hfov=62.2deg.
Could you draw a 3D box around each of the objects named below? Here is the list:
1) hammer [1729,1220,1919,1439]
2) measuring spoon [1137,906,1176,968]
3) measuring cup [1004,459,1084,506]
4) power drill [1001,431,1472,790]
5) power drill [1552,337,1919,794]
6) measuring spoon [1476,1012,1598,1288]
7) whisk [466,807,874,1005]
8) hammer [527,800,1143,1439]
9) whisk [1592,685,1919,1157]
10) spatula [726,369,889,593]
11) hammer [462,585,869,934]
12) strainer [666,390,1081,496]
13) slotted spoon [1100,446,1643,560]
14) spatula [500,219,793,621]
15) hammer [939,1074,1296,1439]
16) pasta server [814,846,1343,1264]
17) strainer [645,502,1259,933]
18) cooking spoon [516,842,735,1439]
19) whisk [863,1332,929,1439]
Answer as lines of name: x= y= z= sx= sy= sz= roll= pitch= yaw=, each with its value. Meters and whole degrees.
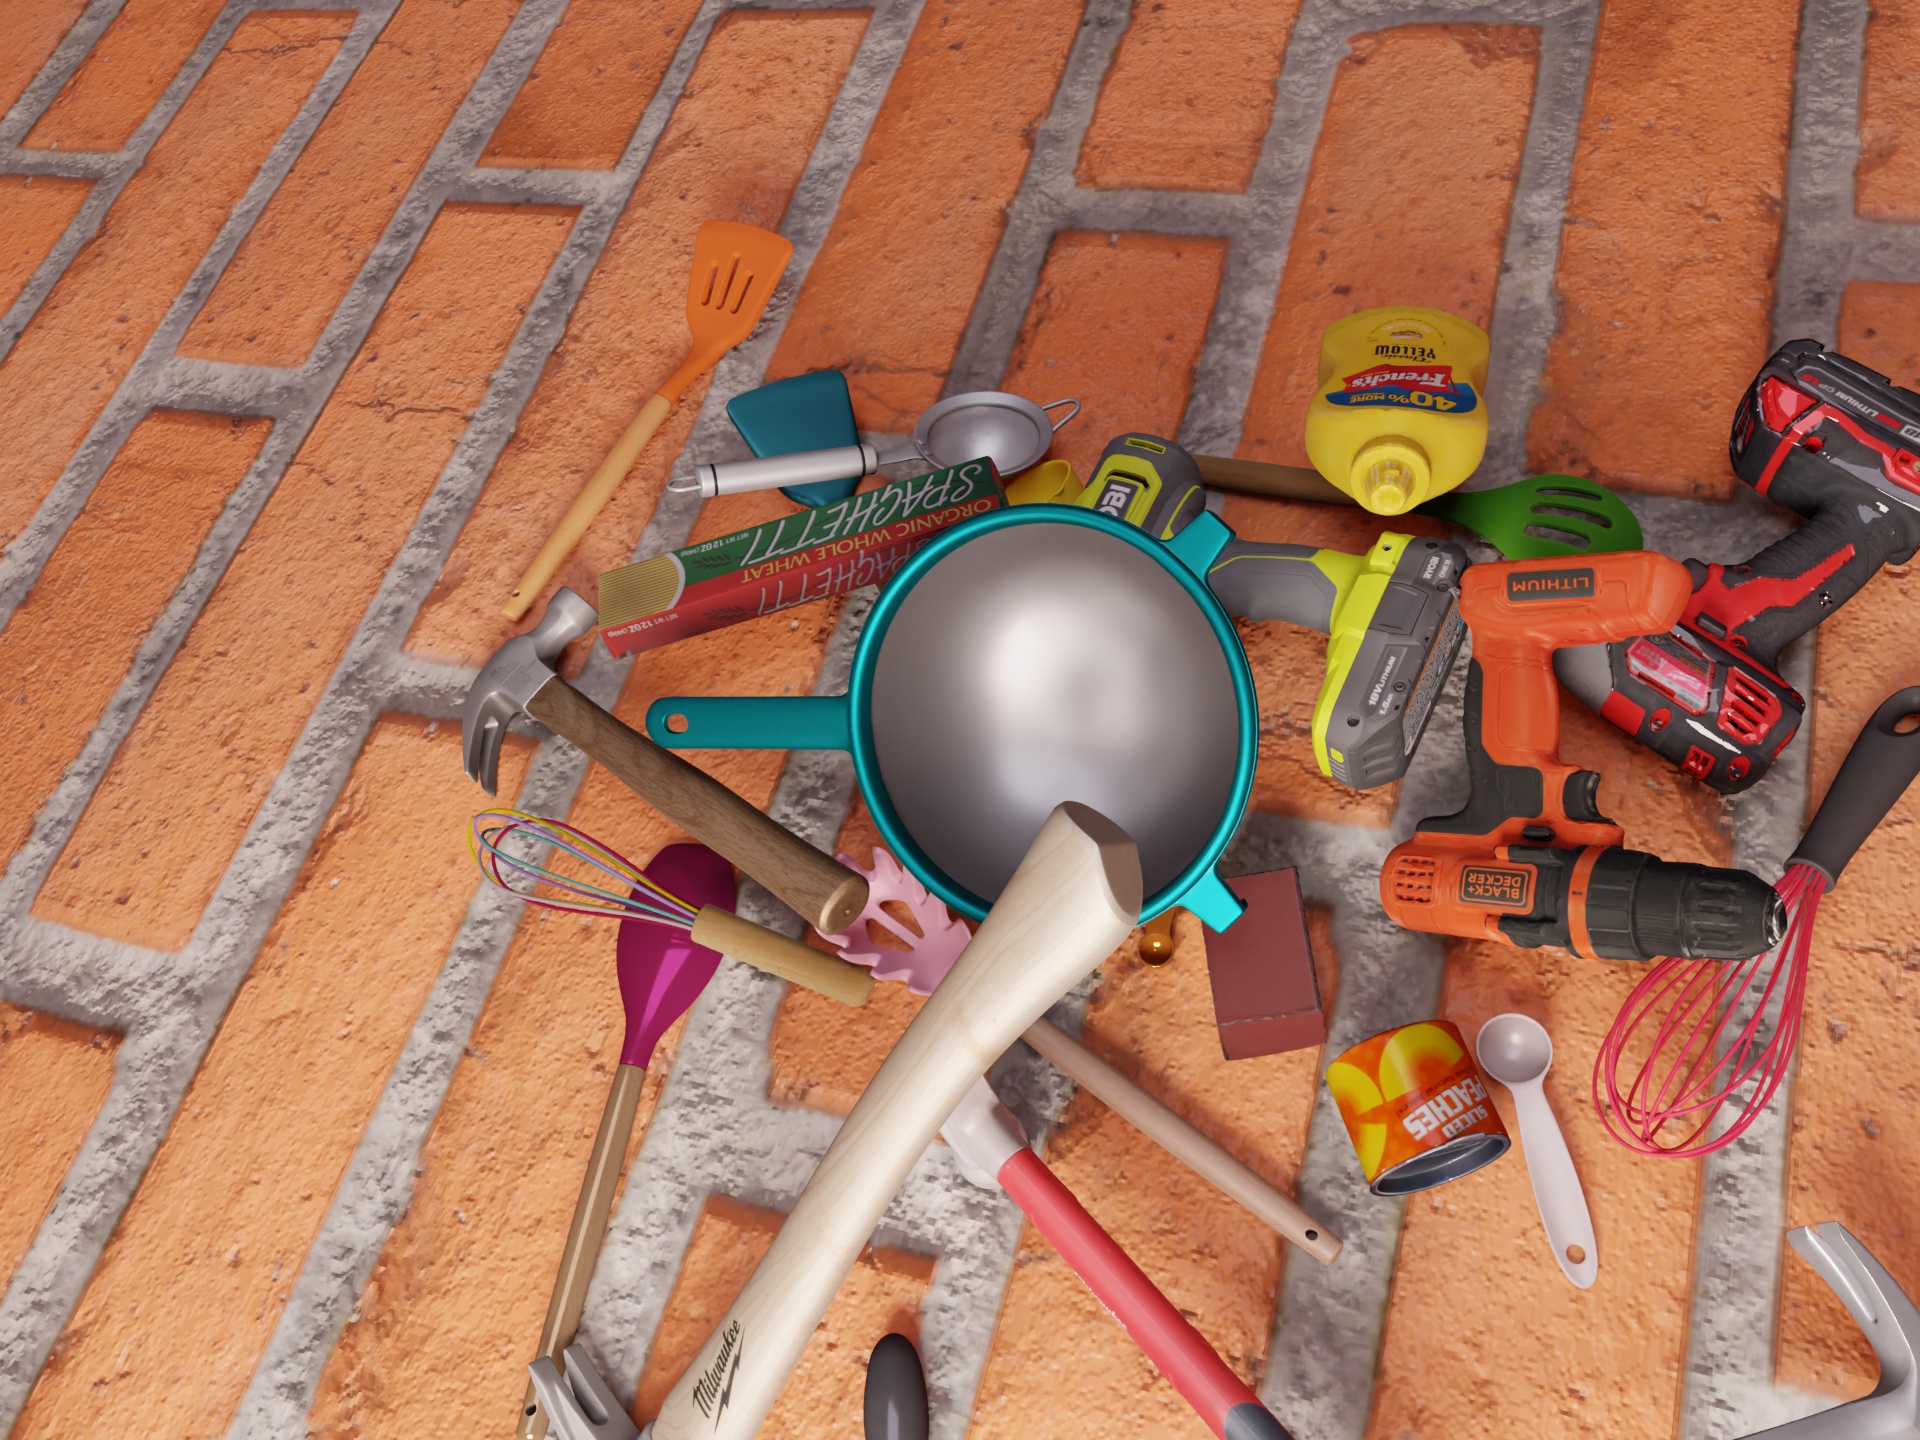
hammer: x=0.203 y=0.301 z=0.595 sx=0.405 sy=0.035 sz=0.144 roll=-10 pitch=66 yaw=-12
measuring spoon: x=0.110 y=0.079 z=0.842 sx=0.021 sy=0.011 sz=0.117 roll=3 pitch=58 yaw=16
measuring cup: x=0.019 y=-0.091 z=0.938 sx=0.156 sy=0.029 sz=0.062 roll=-52 pitch=29 yaw=-19
power drill: x=0.142 y=-0.048 z=0.867 sx=0.229 sy=0.080 sz=0.191 roll=20 pitch=71 yaw=26
power drill: x=0.399 y=-0.081 z=0.815 sx=0.143 sy=0.078 sz=0.220 roll=38 pitch=79 yaw=23
measuring spoon: x=0.267 y=0.197 z=0.732 sx=0.034 sy=0.018 sz=0.124 roll=-13 pitch=65 yaw=7
whisk: x=-0.161 y=0.104 z=0.865 sx=0.245 sy=0.051 sz=0.047 roll=20 pitch=88 yaw=11
hammer: x=-0.056 y=0.197 z=0.668 sx=0.146 sy=0.038 sz=0.410 roll=42 pitch=112 yaw=27
whisk: x=0.385 y=0.087 z=0.738 sx=0.073 sy=0.073 sz=0.296 roll=32 pitch=67 yaw=28
spatula: x=-0.043 y=-0.090 z=0.957 sx=0.082 sy=0.044 sz=0.318 roll=-20 pitch=57 yaw=-19
hammer: x=-0.175 y=0.032 z=0.904 sx=0.332 sy=0.031 sz=0.130 roll=30 pitch=74 yaw=36
strainer: x=-0.050 y=-0.159 z=0.966 sx=0.258 sy=0.050 sz=0.087 roll=-10 pitch=47 yaw=-16
slotted spoon: x=0.229 y=-0.131 z=0.920 sx=0.314 sy=0.031 sz=0.070 roll=13 pitch=68 yaw=22
spatula: x=-0.217 y=-0.203 z=1.070 sx=0.081 sy=0.041 sz=0.323 roll=21 pitch=69 yaw=23
hammer: x=0.119 y=0.291 z=0.651 sx=0.038 sy=0.143 sz=0.387 roll=-41 pitch=63 yaw=-11
pasta server: x=0.051 y=0.164 z=0.790 sx=0.316 sy=0.040 sz=0.060 roll=33 pitch=80 yaw=27
strainer: x=-0.001 y=-0.003 z=0.824 sx=0.340 sy=0.095 sz=0.211 roll=0 pitch=97 yaw=27
cooking spoon: x=-0.179 y=0.208 z=0.836 sx=0.069 sy=0.017 sz=0.319 roll=2 pitch=61 yaw=16
whisk: x=-0.024 y=0.403 z=0.664 sx=0.070 sy=0.070 sz=0.285 roll=-11 pitch=54 yaw=8
